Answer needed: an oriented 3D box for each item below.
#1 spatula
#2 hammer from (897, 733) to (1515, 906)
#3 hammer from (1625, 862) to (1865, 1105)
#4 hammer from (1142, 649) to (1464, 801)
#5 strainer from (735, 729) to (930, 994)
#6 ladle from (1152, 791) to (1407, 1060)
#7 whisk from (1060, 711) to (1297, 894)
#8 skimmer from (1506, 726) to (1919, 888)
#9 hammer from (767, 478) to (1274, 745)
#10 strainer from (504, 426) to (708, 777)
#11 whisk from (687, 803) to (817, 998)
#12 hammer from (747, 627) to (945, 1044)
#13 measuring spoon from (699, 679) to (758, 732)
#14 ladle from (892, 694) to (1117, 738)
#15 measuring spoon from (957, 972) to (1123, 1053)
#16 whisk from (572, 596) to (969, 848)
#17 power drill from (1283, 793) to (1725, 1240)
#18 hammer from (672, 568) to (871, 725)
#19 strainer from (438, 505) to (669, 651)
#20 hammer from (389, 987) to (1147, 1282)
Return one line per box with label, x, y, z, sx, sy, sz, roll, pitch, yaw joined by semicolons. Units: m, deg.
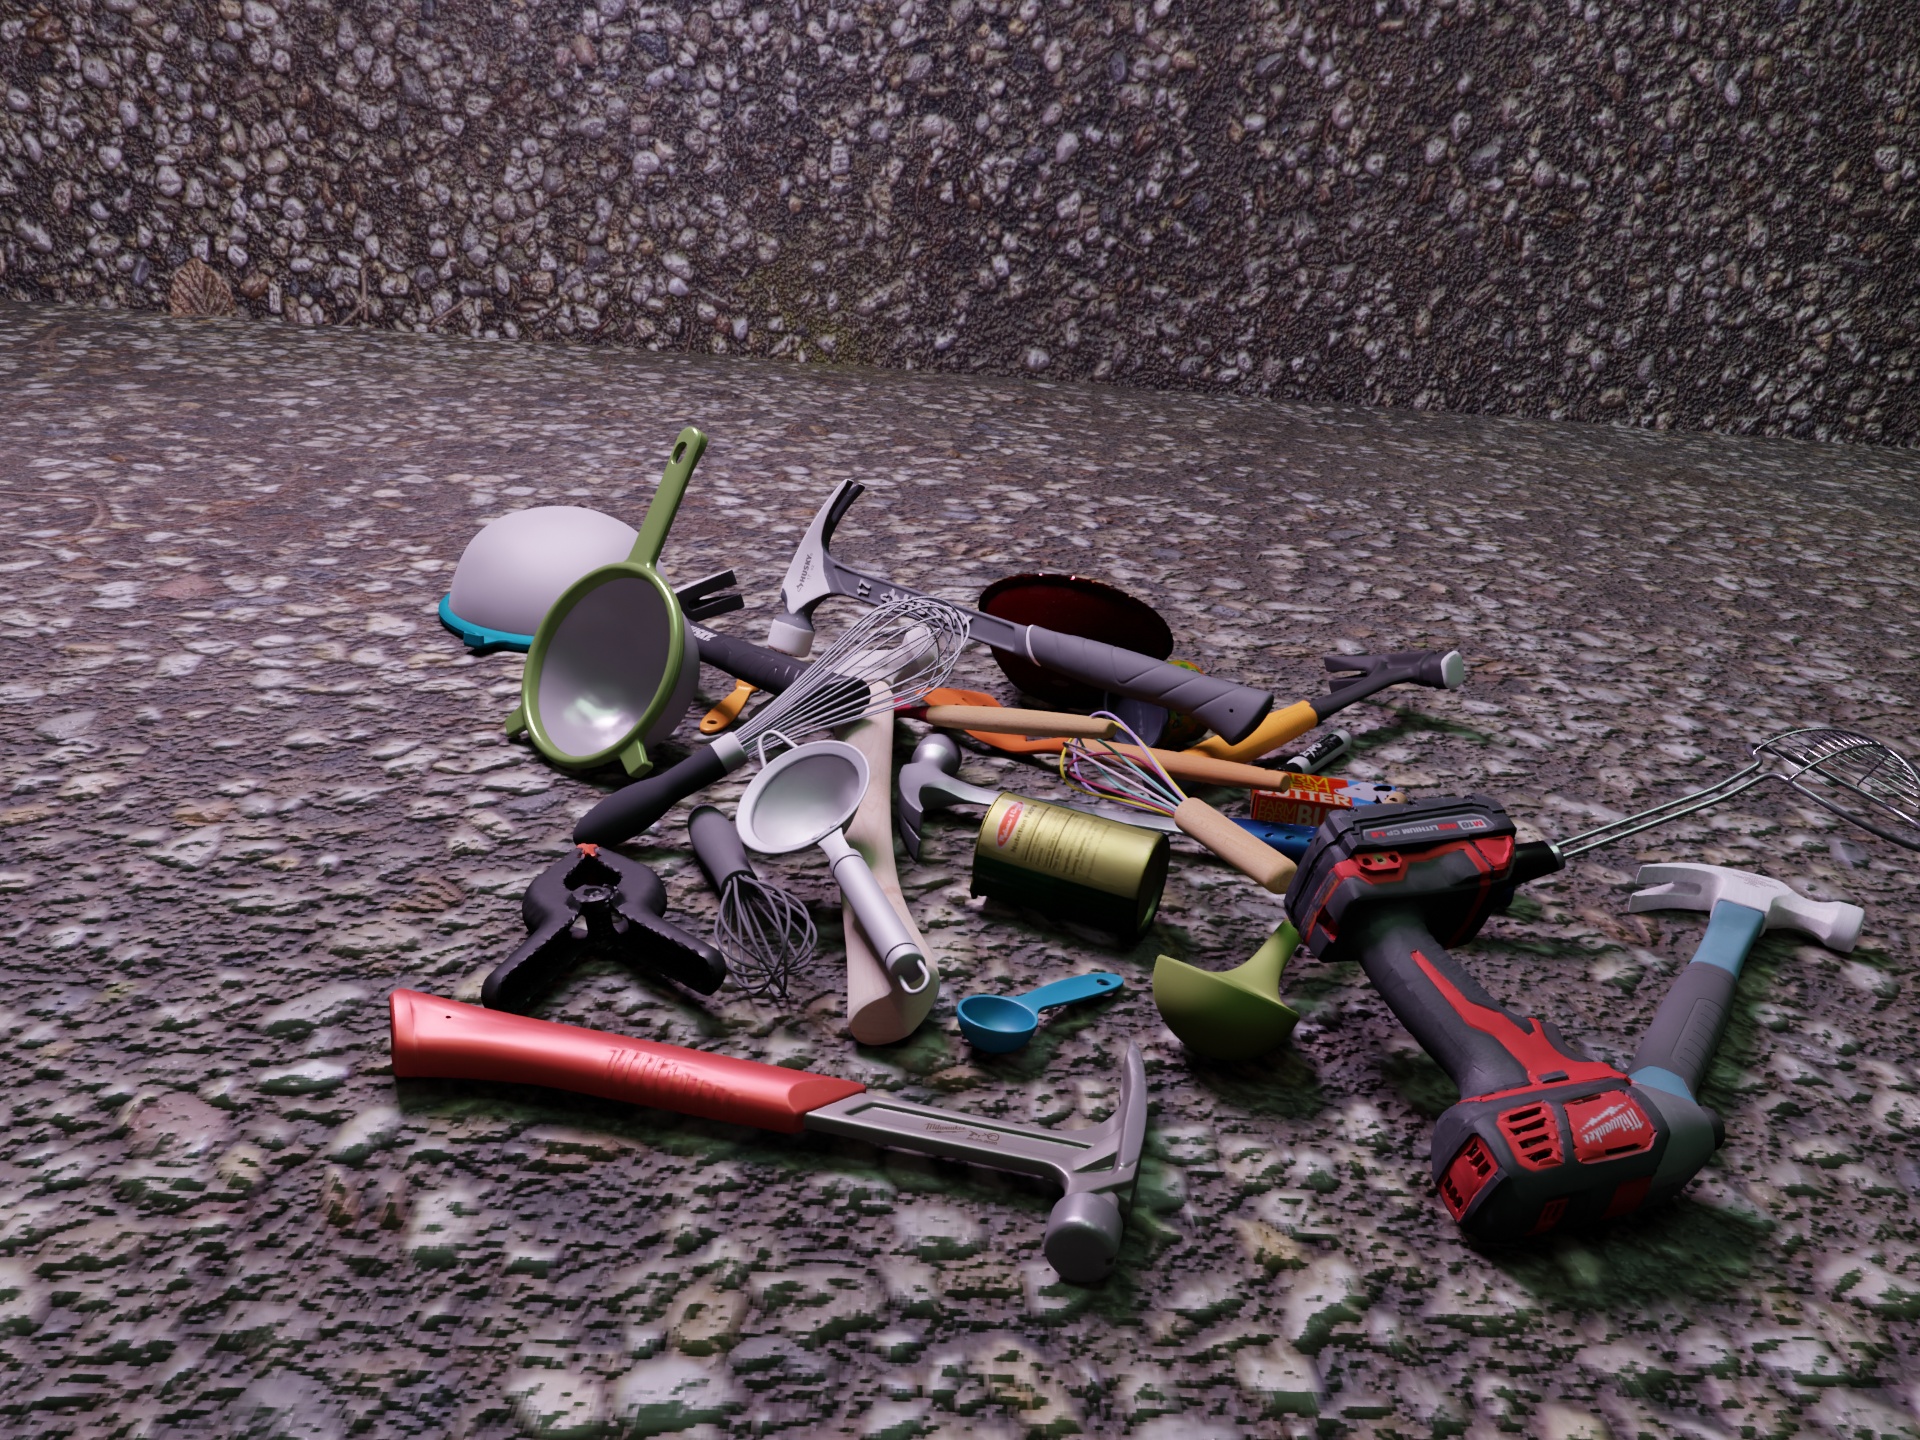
spatula;0.098;0.013;1.136;0.081;0.041;0.323;3;5;-44
hammer;0.155;0.075;1.046;0.405;0.035;0.144;8;21;8
hammer;0.428;0.153;0.909;0.128;0.033;0.331;18;25;29
hammer;0.253;0.000;1.240;0.337;0.034;0.127;-20;12;-41
strainer;-0.065;0.079;0.874;0.087;0.050;0.259;-33;32;-5
ladle;0.203;0.099;0.916;0.078;0.062;0.320;20;32;27
whisk;0.126;0.053;0.973;0.047;0.051;0.245;-26;28;-15
skimmer;0.429;0.087;0.988;0.363;0.090;0.127;-19;27;-1
hammer;0.041;-0.067;1.205;0.409;0.149;0.036;20;6;24
strainer;-0.218;-0.080;1.133;0.151;0.256;0.069;13;-10;37
whisk;-0.130;0.094;0.916;0.055;0.055;0.239;-2;18;-19
hammer;-0.067;0.063;0.985;0.146;0.038;0.411;-24;27;7
measuring spoon;-0.179;-0.014;1.232;0.021;0.011;0.117;8;21;7
ladle;-0.002;-0.004;1.124;0.069;0.031;0.315;-8;9;-38
measuring spoon;0.046;0.156;0.845;0.042;0.021;0.128;22;17;38
whisk;-0.117;0.005;1.005;0.284;0.070;0.070;-31;31;-10
power drill;0.262;0.141;0.775;0.143;0.078;0.220;-4;44;-20
hammer;-0.164;-0.050;1.183;0.146;0.035;0.335;-29;27;-26
strainer;-0.375;-0.159;1.448;0.211;0.095;0.341;-5;24;-24
hammer;-0.094;0.169;0.741;0.359;0.036;0.149;9;21;9
